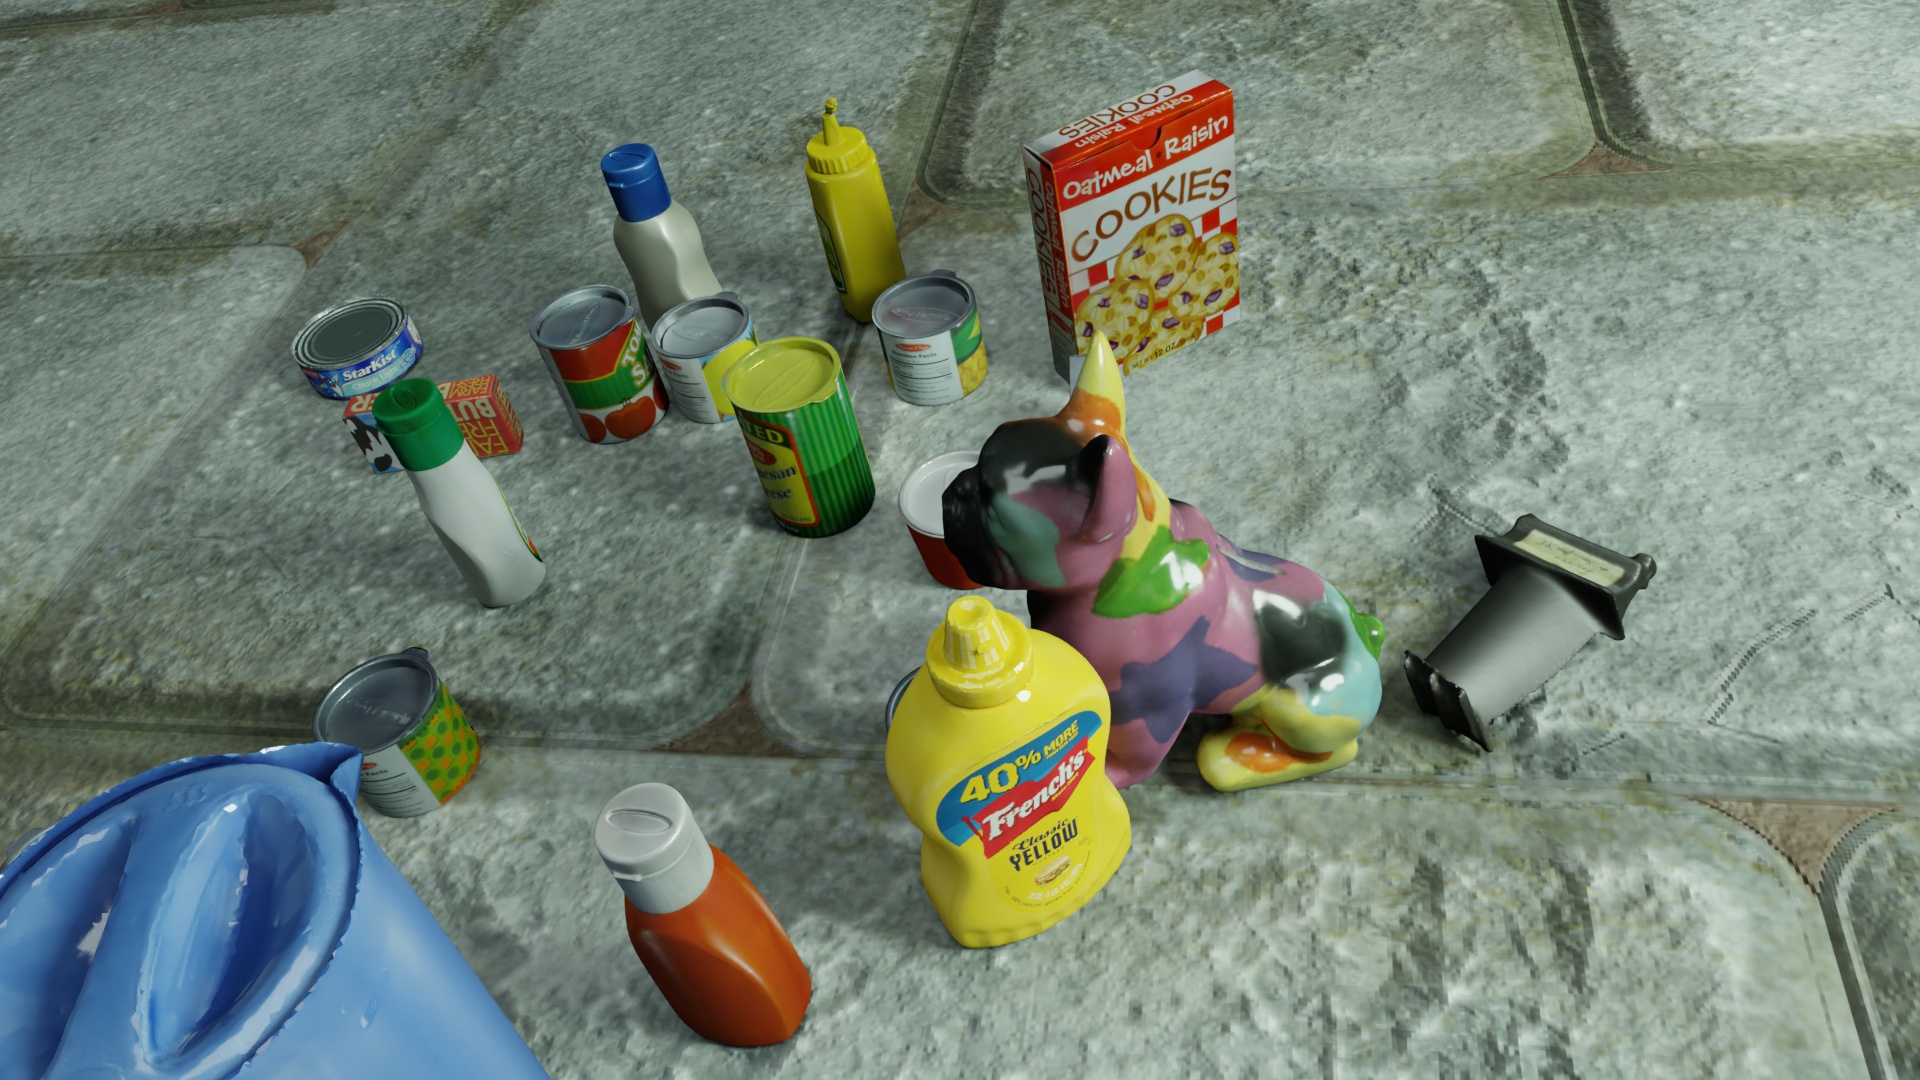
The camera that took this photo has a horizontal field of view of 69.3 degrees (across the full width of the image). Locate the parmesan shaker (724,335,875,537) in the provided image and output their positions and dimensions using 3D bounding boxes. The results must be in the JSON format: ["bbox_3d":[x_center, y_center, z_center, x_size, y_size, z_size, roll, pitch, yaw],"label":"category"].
[{"bbox_3d":[-0.090,-0.058,0.811,0.071,0.102,0.072,-7,45,7],"label":"parmesan shaker"}]

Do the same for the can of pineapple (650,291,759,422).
[{"bbox_3d":[-0.163,-0.121,0.922,0.071,0.057,0.071,-7,45,7],"label":"can of pineapple"}]

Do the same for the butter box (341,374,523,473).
[{"bbox_3d":[-0.349,-0.077,0.924,0.103,0.052,0.024,-8,45,5],"label":"butter box"}]

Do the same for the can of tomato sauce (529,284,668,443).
[{"bbox_3d":[-0.234,-0.115,0.915,0.071,0.082,0.071,-7,45,7],"label":"can of tomato sauce"}]

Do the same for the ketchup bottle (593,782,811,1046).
[{"bbox_3d":[-0.109,0.157,0.572,0.065,0.148,0.044,5,48,17],"label":"ketchup bottle"}]

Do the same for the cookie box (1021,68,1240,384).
[{"bbox_3d":[0.109,-0.183,0.843,0.123,0.166,0.040,-27,46,-14],"label":"cookie box"}]

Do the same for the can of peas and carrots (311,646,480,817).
[{"bbox_3d":[-0.295,0.101,0.733,0.071,0.058,0.071,-7,45,7],"label":"can of peas and carrots"}]

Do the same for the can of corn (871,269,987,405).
[{"bbox_3d":[-0.018,-0.131,0.898,0.071,0.058,0.071,-7,45,7],"label":"can of corn"}]

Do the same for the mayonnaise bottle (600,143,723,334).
[{"bbox_3d":[-0.201,-0.195,0.939,0.065,0.147,0.041,12,50,23],"label":"mayonnaise bottle"}]

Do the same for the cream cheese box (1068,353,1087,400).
[{"bbox_3d":[0.077,-0.056,0.806,0.024,0.053,0.104,-5,45,9],"label":"cream cheese box"}]

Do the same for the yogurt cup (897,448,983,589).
[{"bbox_3d":[0.003,-0.010,0.777,0.072,0.053,0.073,-7,45,7],"label":"yogurt cup"}]

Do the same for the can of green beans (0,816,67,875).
[{"bbox_3d":[-0.431,0.178,0.689,0.071,0.057,0.071,-7,45,7],"label":"can of green beans"}]

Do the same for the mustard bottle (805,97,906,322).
[{"bbox_3d":[-0.074,-0.224,0.930,0.049,0.159,0.065,-22,45,-8],"label":"mustard bottle"}]

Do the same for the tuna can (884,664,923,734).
[{"bbox_3d":[-0.001,0.091,0.694,0.071,0.032,0.071,-6,45,7],"label":"tuna can"}]

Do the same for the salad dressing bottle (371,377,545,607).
[{"bbox_3d":[-0.285,-0.025,0.792,0.044,0.147,0.064,-36,49,-21],"label":"salad dressing bottle"}]
